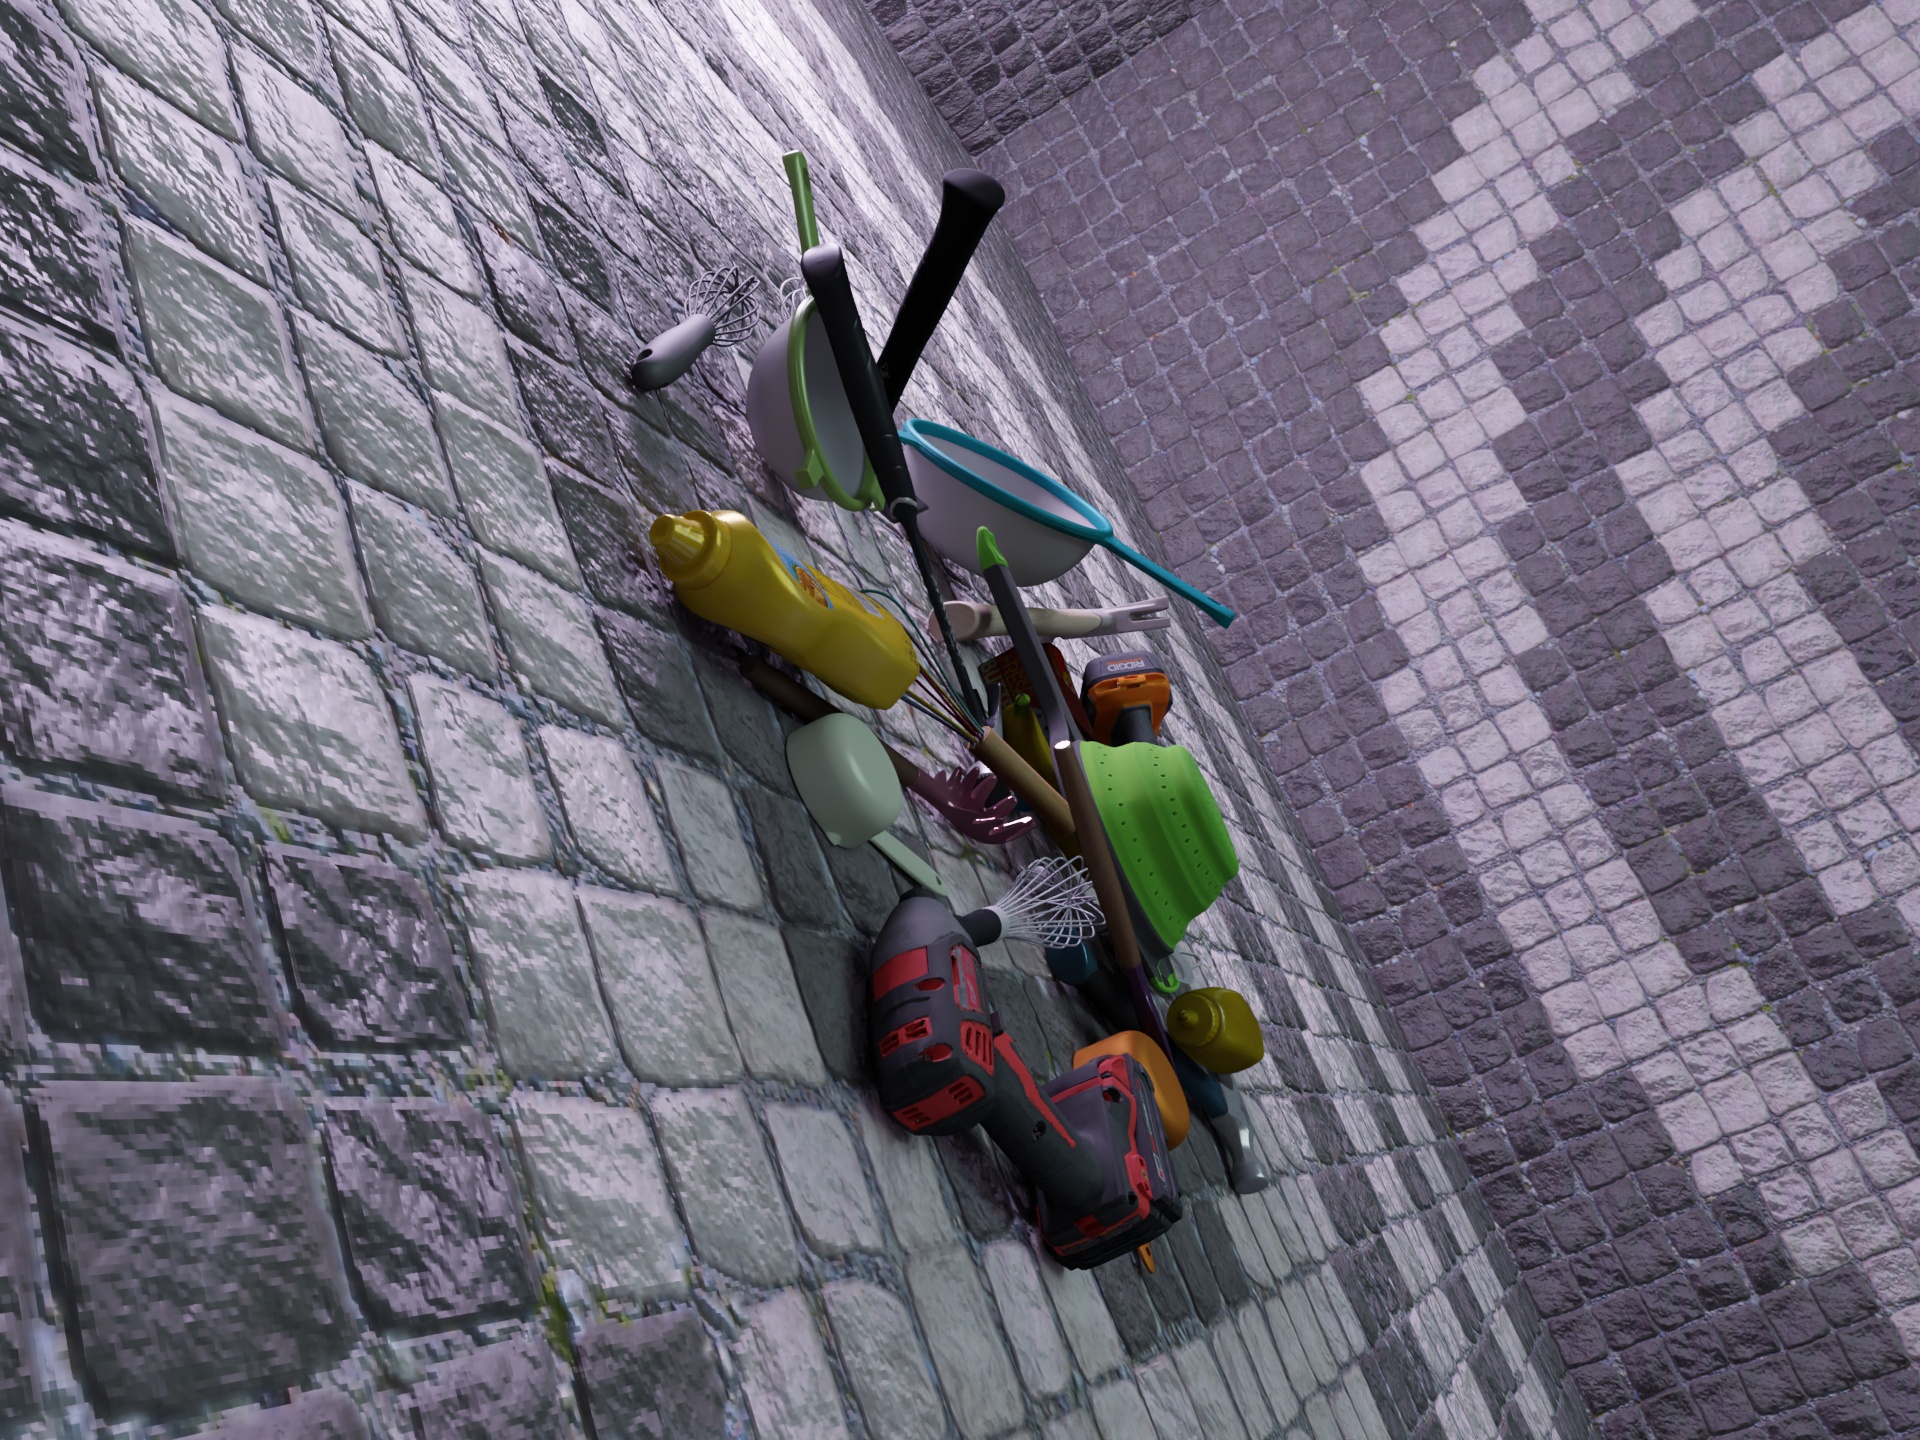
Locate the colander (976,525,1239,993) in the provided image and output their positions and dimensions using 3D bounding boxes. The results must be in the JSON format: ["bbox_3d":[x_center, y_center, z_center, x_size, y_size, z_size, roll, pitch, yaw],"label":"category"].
[{"bbox_3d":[0.122,0.011,1.243,0.397,0.094,0.204,68,11,12],"label":"colander"}]

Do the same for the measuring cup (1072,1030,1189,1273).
[{"bbox_3d":[0.126,0.283,1.059,0.095,0.052,0.174,51,16,-35],"label":"measuring cup"}]

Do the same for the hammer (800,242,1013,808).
[{"bbox_3d":[-0.033,-0.139,1.140,0.149,0.036,0.408,-90,163,-63],"label":"hammer"}]

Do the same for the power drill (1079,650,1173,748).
[{"bbox_3d":[0.174,0.066,1.511,0.164,0.084,0.227,94,-16,-55],"label":"power drill"}]

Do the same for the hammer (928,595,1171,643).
[{"bbox_3d":[0.079,-0.092,1.458,0.410,0.146,0.038,-9,92,-69],"label":"hammer"}]

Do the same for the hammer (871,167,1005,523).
[{"bbox_3d":[-0.035,-0.270,1.143,0.146,0.035,0.334,58,-28,10],"label":"hammer"}]

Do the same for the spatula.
[{"bbox_3d":[0.113,0.149,1.104,0.060,0.018,0.315,-128,-163,-63],"label":"spatula"}]

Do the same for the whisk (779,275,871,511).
[{"bbox_3d":[-0.103,-0.279,1.340,0.059,0.057,0.247,-1,60,-35],"label":"whisk"}]

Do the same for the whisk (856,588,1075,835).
[{"bbox_3d":[-0.001,-0.005,1.093,0.244,0.051,0.047,44,1,-21],"label":"whisk"}]

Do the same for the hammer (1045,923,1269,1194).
[{"bbox_3d":[0.155,0.255,1.250,0.330,0.033,0.128,48,21,-42],"label":"hammer"}]

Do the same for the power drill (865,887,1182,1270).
[{"bbox_3d":[0.027,0.191,0.862,0.219,0.078,0.143,48,19,-34],"label":"power drill"}]

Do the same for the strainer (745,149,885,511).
[{"bbox_3d":[-0.120,-0.268,1.119,0.151,0.069,0.256,-4,84,-73],"label":"strainer"}]

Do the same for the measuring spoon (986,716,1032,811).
[{"bbox_3d":[0.025,0.025,1.275,0.129,0.021,0.042,61,1,35],"label":"measuring spoon"}]

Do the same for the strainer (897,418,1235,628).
[{"bbox_3d":[0.078,-0.147,1.419,0.340,0.095,0.211,33,17,9],"label":"strainer"}]

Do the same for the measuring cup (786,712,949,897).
[{"bbox_3d":[-0.040,0.056,0.940,0.167,0.038,0.083,46,21,-41],"label":"measuring cup"}]

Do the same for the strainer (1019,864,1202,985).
[{"bbox_3d":[0.116,0.165,1.272,0.258,0.050,0.087,37,10,-45],"label":"strainer"}]

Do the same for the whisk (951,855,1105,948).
[{"bbox_3d":[0.029,0.128,1.027,0.070,0.070,0.284,64,20,10],"label":"whisk"}]

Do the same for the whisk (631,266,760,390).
[{"bbox_3d":[-0.176,-0.257,1.051,0.055,0.055,0.239,56,20,-19],"label":"whisk"}]

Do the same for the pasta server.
[{"bbox_3d":[-0.040,0.020,1.010,0.060,0.040,0.316,50,7,35],"label":"pasta server"}]
